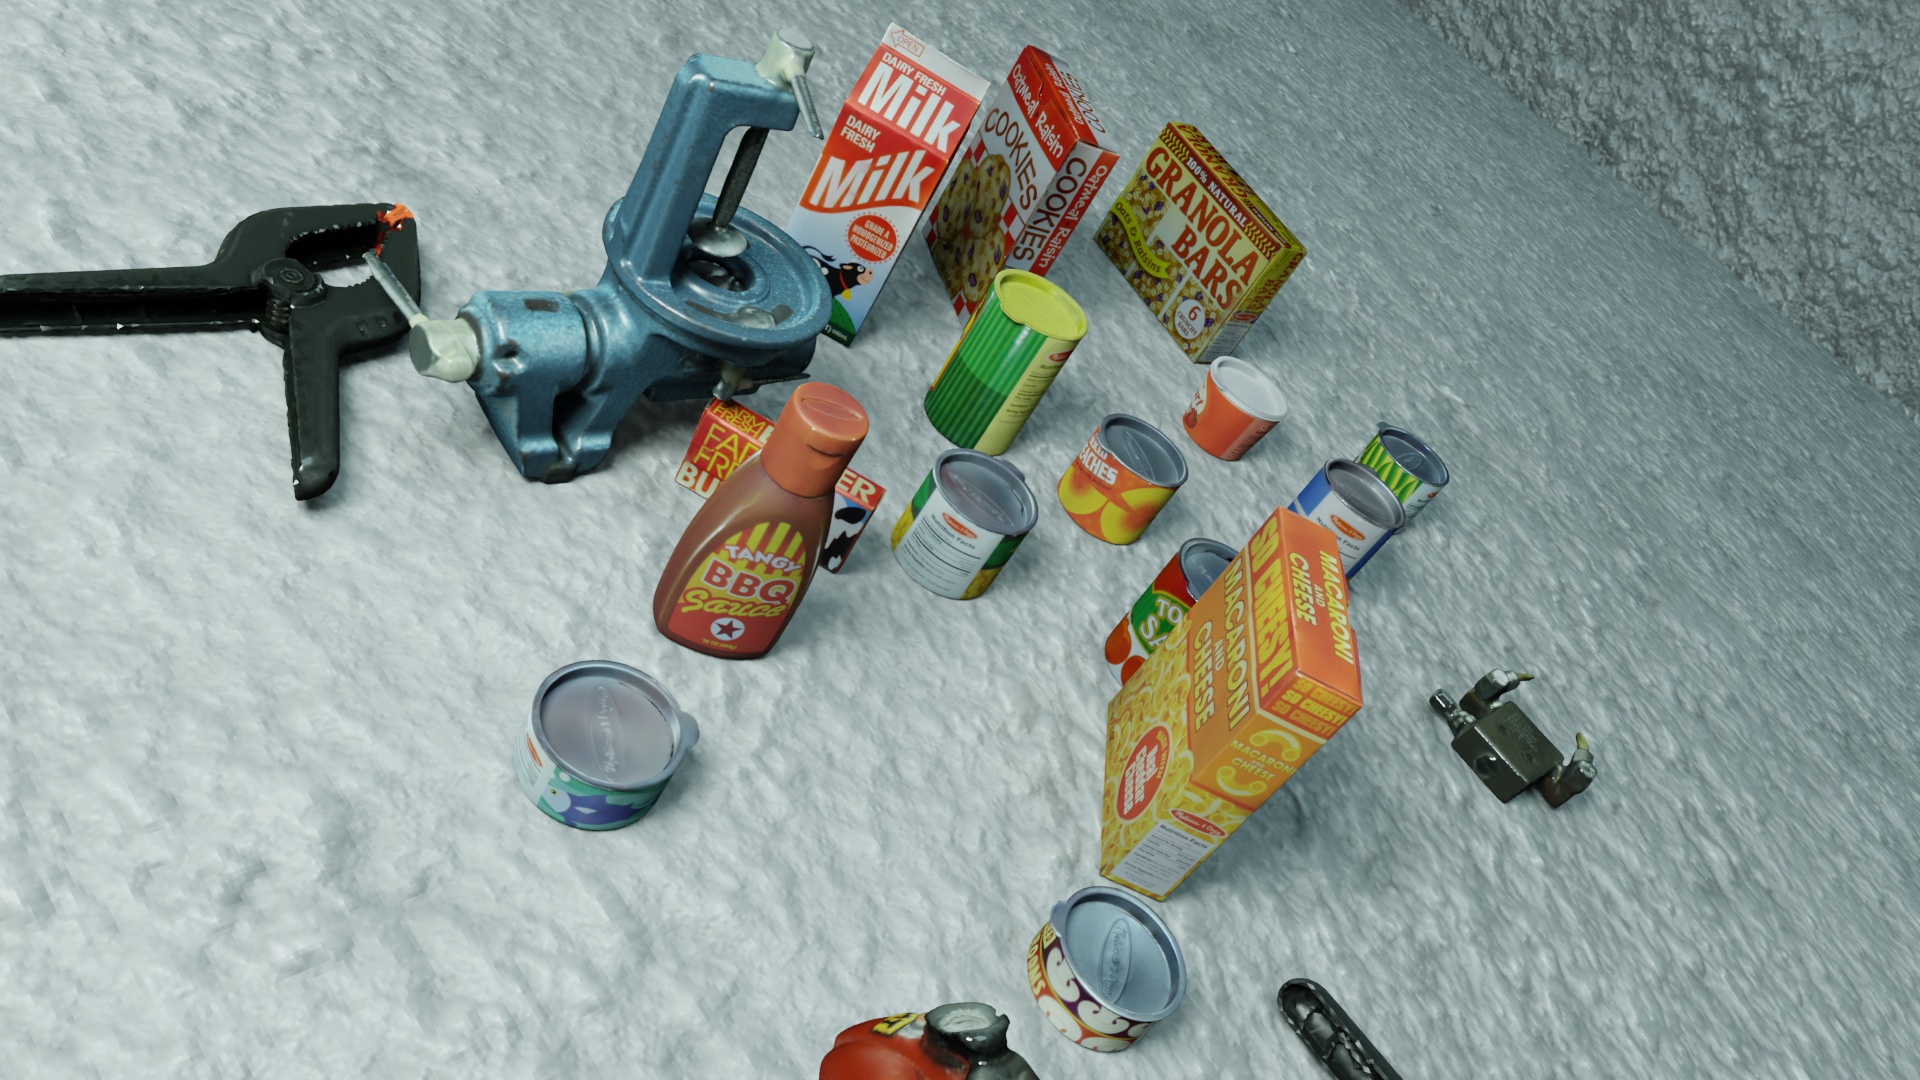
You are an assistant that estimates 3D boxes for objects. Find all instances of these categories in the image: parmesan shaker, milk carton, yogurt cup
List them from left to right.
[{"bbox_3d":[-0.054,-0.225,0.879,0.072,0.189,0.074,29,36,-7],"label":"milk carton"},{"bbox_3d":[0.025,-0.112,0.885,0.071,0.102,0.072,21,38,-18],"label":"parmesan shaker"},{"bbox_3d":[0.205,-0.097,1.050,0.072,0.053,0.073,21,38,-17],"label":"yogurt cup"}]

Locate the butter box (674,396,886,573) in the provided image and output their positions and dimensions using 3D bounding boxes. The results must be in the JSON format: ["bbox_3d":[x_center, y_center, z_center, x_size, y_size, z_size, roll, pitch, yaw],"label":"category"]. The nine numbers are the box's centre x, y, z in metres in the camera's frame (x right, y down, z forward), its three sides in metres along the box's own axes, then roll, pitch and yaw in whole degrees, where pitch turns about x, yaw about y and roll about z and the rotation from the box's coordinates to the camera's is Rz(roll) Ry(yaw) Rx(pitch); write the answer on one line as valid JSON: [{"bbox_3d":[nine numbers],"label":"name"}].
[{"bbox_3d":[-0.097,-0.030,0.739,0.103,0.053,0.024,31,36,-5],"label":"butter box"}]

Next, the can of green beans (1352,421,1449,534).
[{"bbox_3d":[0.339,-0.047,1.094,0.071,0.057,0.071,21,38,-17],"label":"can of green beans"}]

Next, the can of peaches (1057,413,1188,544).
[{"bbox_3d":[0.103,-0.040,0.901,0.071,0.057,0.071,21,38,-17],"label":"can of peaches"}]

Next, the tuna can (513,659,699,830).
[{"bbox_3d":[-0.149,0.086,0.583,0.071,0.032,0.071,21,38,-17],"label":"tuna can"}]

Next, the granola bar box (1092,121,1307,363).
[{"bbox_3d":[0.194,-0.247,1.152,0.039,0.123,0.166,-4,50,-41],"label":"granola bar box"}]

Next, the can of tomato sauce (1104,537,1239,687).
[{"bbox_3d":[0.131,0.051,0.798,0.071,0.082,0.071,21,38,-18],"label":"can of tomato sauce"}]

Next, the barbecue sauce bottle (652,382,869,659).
[{"bbox_3d":[-0.089,-0.008,0.638,0.065,0.147,0.044,17,39,-23],"label":"barbecue sauce bottle"}]

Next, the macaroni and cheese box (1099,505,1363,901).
[{"bbox_3d":[0.130,0.081,0.692,0.040,0.165,0.124,26,37,-12],"label":"macaroni and cheese box"}]

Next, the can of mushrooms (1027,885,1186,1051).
[{"bbox_3d":[0.064,0.192,0.627,0.071,0.033,0.071,21,38,-17],"label":"can of mushrooms"}]

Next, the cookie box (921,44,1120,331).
[{"bbox_3d":[0.038,-0.248,0.995,0.040,0.166,0.123,9,43,-31],"label":"cookie box"}]

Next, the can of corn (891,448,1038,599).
[{"bbox_3d":[0.003,-0.010,0.789,0.071,0.058,0.071,21,38,-17],"label":"can of corn"}]

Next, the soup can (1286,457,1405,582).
[{"bbox_3d":[0.254,-0.006,0.959,0.071,0.083,0.072,21,38,-18],"label":"soup can"}]
